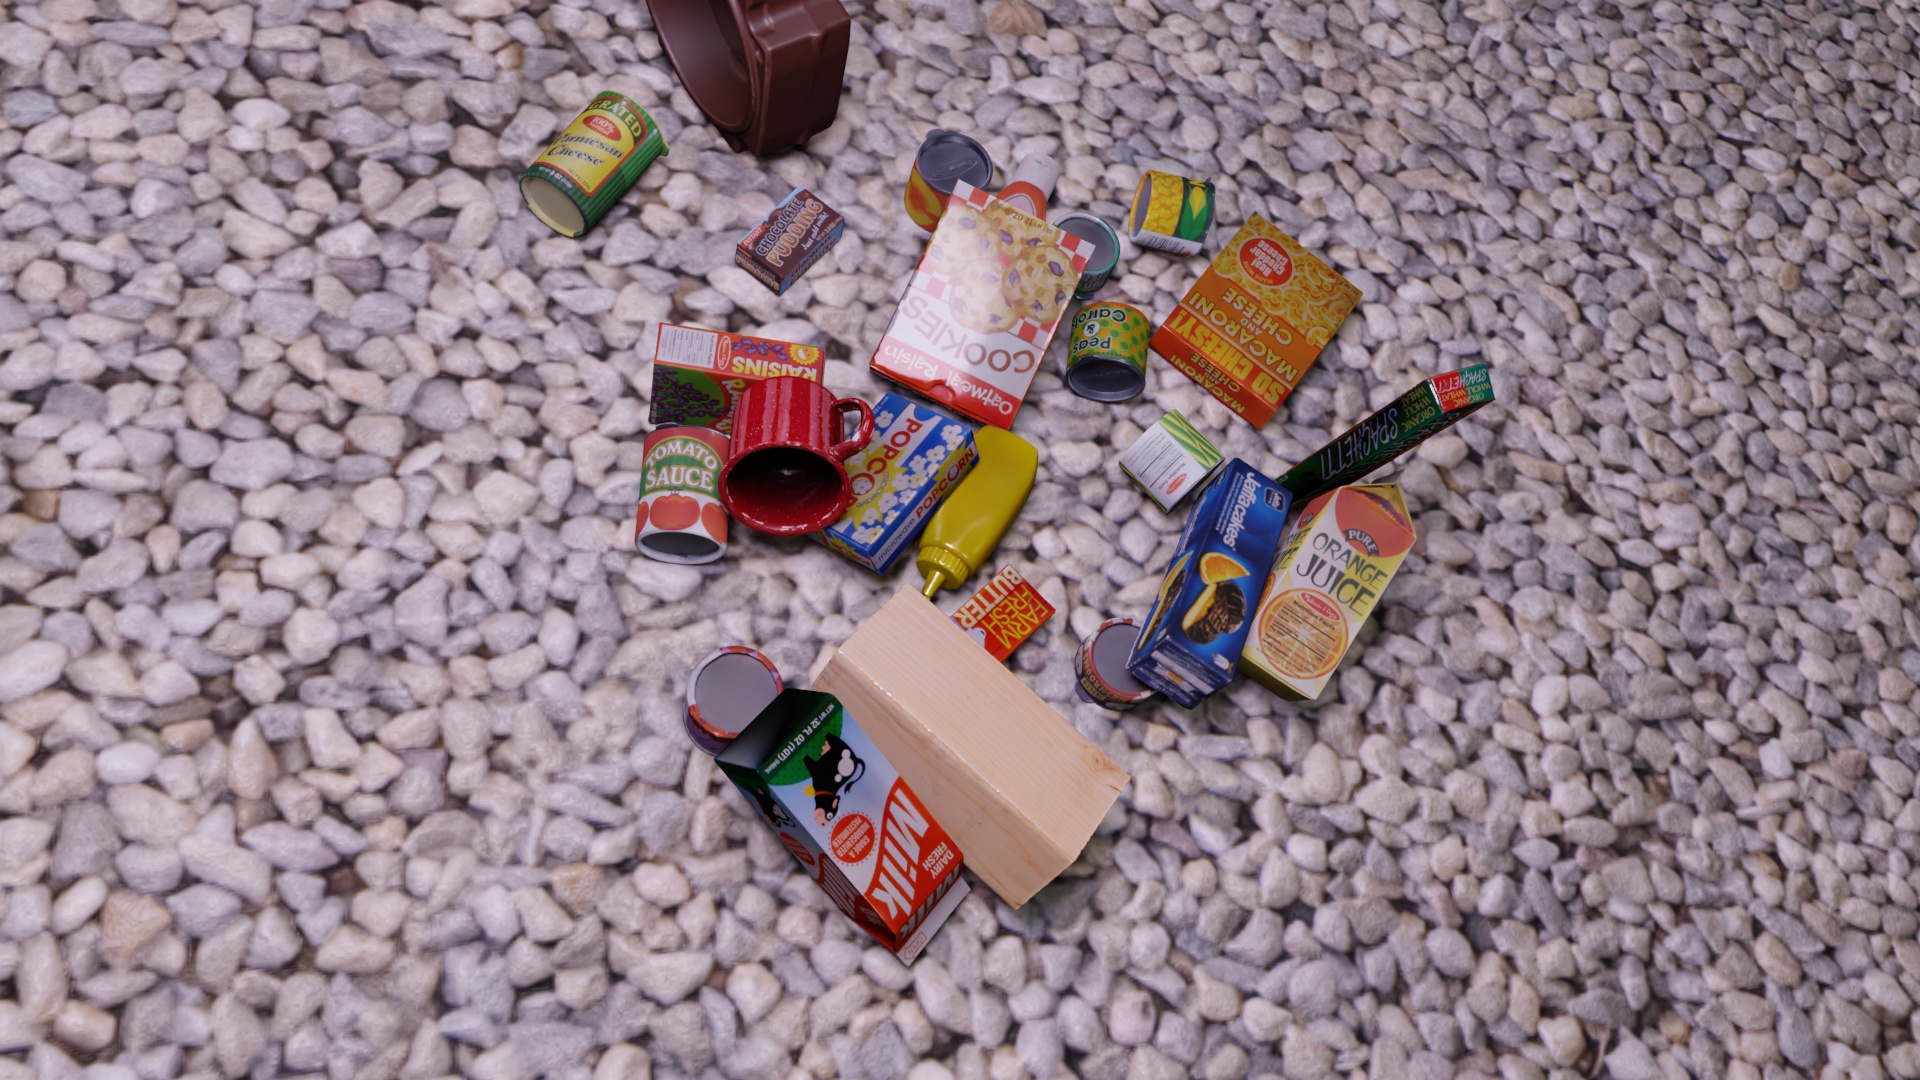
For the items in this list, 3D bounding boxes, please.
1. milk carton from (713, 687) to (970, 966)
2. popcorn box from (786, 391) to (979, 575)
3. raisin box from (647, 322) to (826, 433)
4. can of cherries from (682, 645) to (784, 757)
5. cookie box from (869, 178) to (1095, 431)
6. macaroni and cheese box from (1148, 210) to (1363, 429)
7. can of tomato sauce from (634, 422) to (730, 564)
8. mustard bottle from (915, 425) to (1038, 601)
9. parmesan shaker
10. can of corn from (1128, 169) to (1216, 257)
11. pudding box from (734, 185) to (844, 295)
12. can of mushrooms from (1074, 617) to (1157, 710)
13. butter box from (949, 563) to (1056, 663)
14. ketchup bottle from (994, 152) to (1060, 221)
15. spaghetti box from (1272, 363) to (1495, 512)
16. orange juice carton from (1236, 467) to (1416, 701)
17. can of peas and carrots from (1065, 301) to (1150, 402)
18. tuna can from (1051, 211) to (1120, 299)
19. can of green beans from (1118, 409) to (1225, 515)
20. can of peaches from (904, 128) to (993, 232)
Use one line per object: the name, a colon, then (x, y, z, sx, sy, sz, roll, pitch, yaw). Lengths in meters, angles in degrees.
milk carton: (-0.068, 0.192, 0.920, 0.072, 0.073, 0.190, -46, 110, -26)
popcorn box: (-0.057, -0.044, 1.041, 0.085, 0.038, 0.127, 27, 66, 31)
raisin box: (-0.168, -0.116, 1.042, 0.123, 0.085, 0.040, 8, 61, -11)
can of cherries: (-0.155, 0.113, 0.961, 0.071, 0.058, 0.072, 5, 66, -12)
cookie box: (0.017, -0.185, 1.113, 0.123, 0.040, 0.167, 26, 87, -2)
macaroni and cheese box: (0.259, -0.193, 1.213, 0.124, 0.040, 0.167, 38, 63, 4)
can of tomato sauce: (-0.200, -0.033, 1.007, 0.071, 0.071, 0.083, 6, 66, -12)
mustard bottle: (0.004, -0.013, 1.063, 0.065, 0.048, 0.161, 27, 63, 6)
parmesan shaker: (-0.289, -0.296, 1.101, 0.071, 0.071, 0.103, 32, 63, 0)
can of corn: (0.186, -0.290, 1.221, 0.058, 0.071, 0.071, 10, 65, -9)
pudding box: (-0.140, -0.246, 1.138, 0.050, 0.030, 0.084, 38, 63, 5)
can of mushrooms: (0.121, 0.095, 1.055, 0.071, 0.033, 0.071, 6, 66, -13)
butter box: (0.019, 0.069, 1.045, 0.053, 0.024, 0.104, 45, 64, 8)
ketchup bottle: (0.044, -0.268, 1.188, 0.065, 0.043, 0.149, 25, 63, -3)
spaghetti box: (0.309, -0.071, 1.057, 0.050, 0.249, 0.029, -15, 79, -20)
orange juice carton: (0.284, 0.026, 1.076, 0.073, 0.071, 0.193, 34, 81, 1)
can of peas and carrots: (0.121, -0.156, 1.144, 0.071, 0.070, 0.059, 13, 64, -9)
tuna can: (0.103, -0.246, 1.200, 0.071, 0.032, 0.071, 5, 65, -12)
can of green beans: (0.169, -0.063, 1.119, 0.071, 0.071, 0.058, -40, 81, -25)
can of peaches: (-0.012, -0.305, 1.181, 0.071, 0.057, 0.071, 5, 66, -12)
